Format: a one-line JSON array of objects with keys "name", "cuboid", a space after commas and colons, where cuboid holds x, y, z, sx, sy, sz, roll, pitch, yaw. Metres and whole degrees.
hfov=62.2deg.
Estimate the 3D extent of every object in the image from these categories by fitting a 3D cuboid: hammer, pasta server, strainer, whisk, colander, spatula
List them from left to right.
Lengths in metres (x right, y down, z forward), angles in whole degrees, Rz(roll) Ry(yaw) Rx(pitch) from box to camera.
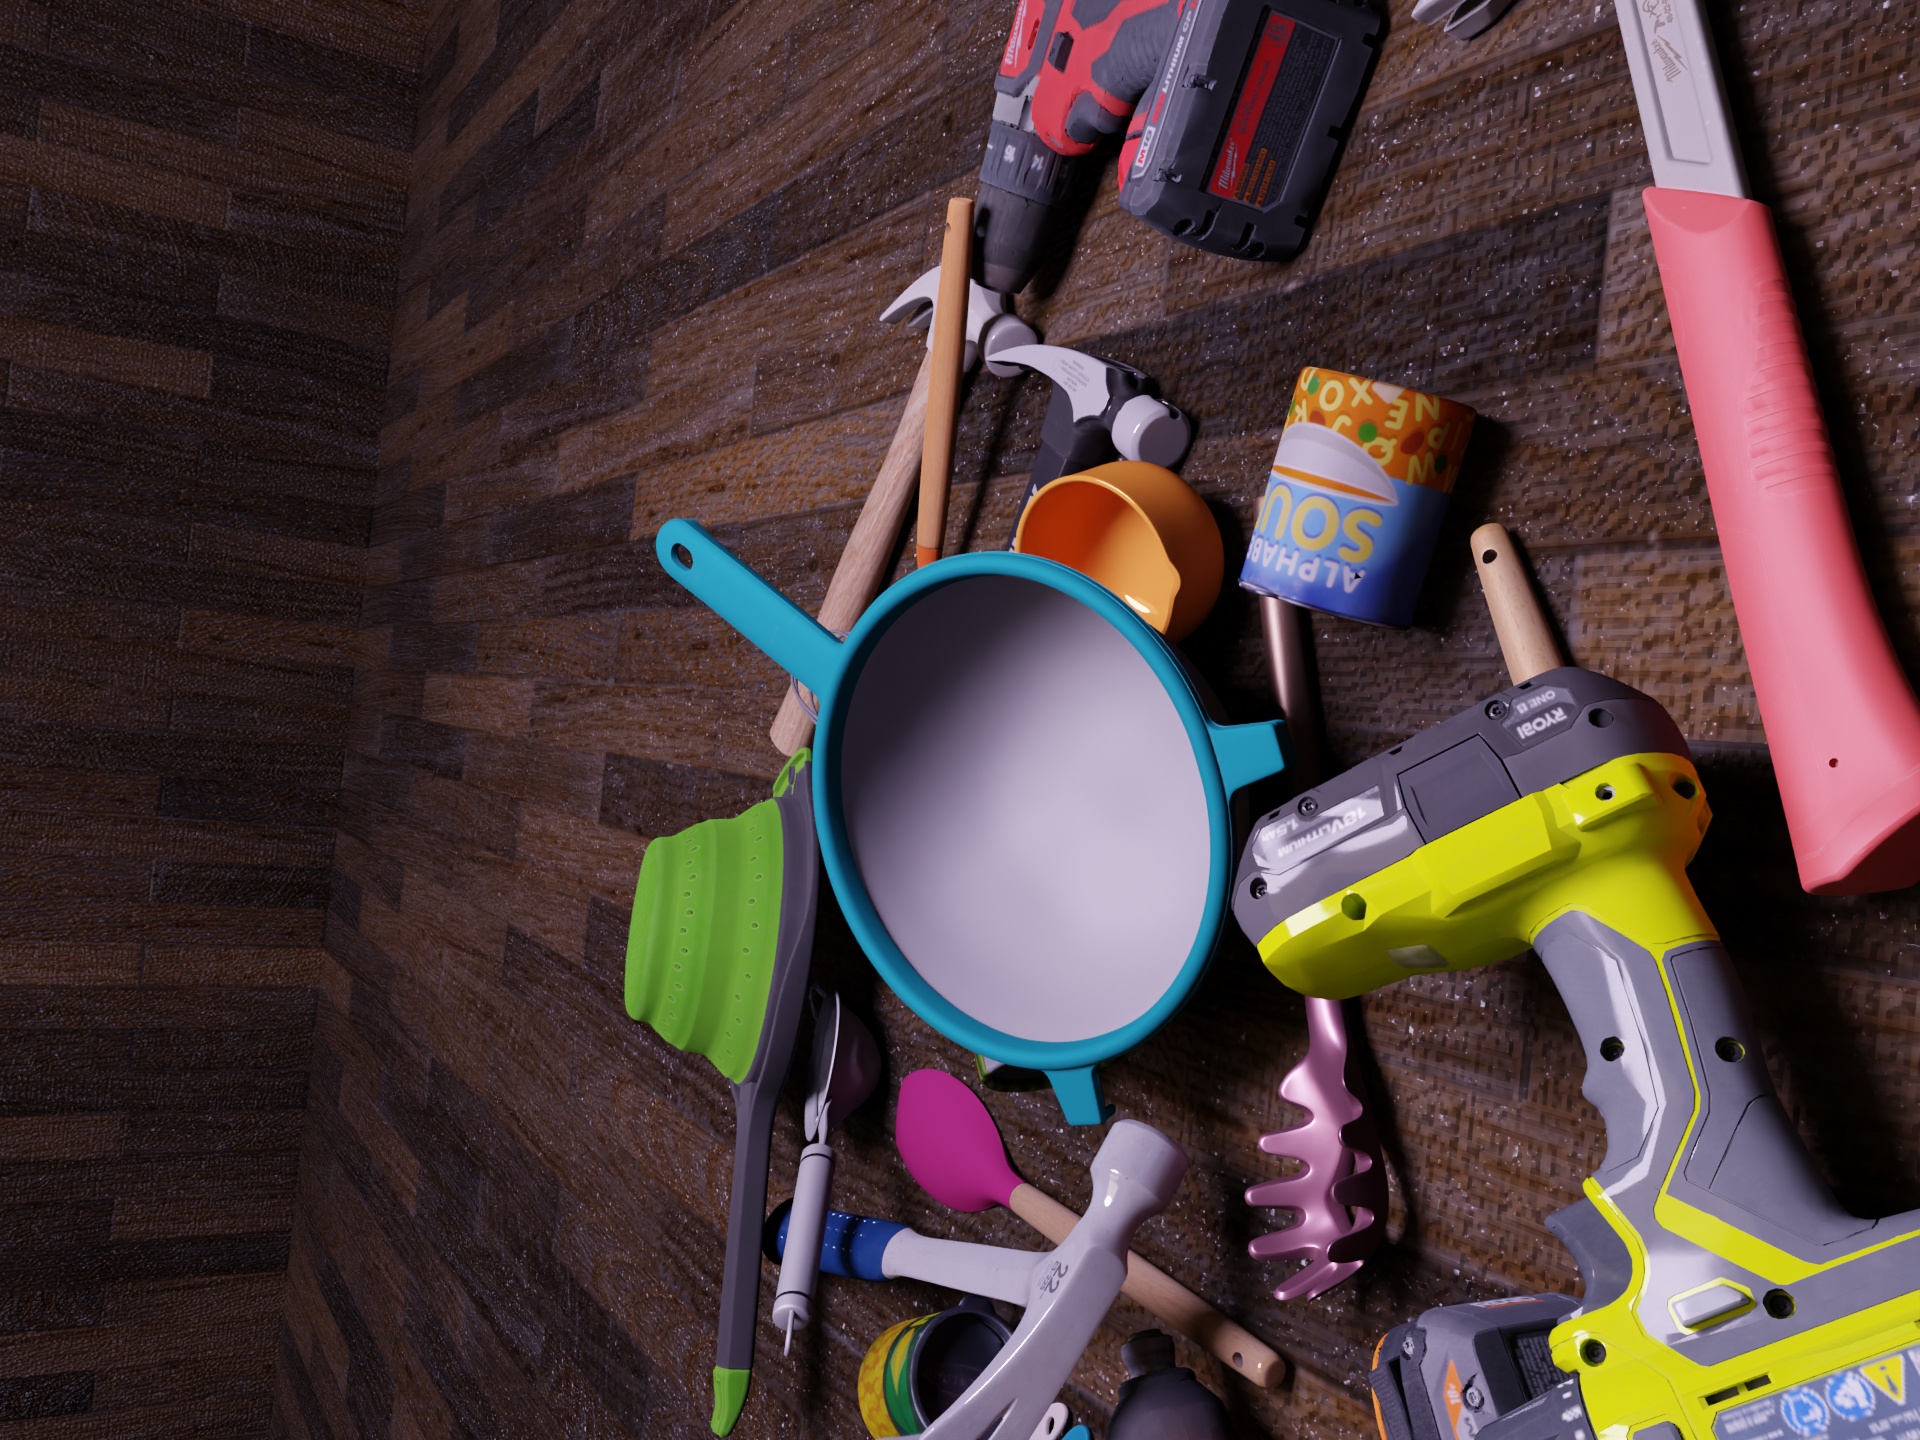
[{"name": "colander", "cuboid": [-0.156, 0.208, 0.947, 0.204, 0.094, 0.397, 135, 141, -65]}, {"name": "strainer", "cuboid": [-0.074, 0.233, 0.855, 0.259, 0.050, 0.086, -84, 10, -60]}, {"name": "hammer", "cuboid": [-0.051, -0.117, 0.961, 0.331, 0.031, 0.130, -65, 36, 29]}, {"name": "hammer", "cuboid": [-0.030, 0.264, 0.771, 0.144, 0.035, 0.405, -55, 10, -24]}, {"name": "whisk", "cuboid": [-0.027, 0.026, 0.815, 0.239, 0.055, 0.055, 53, 129, 43]}, {"name": "spatula", "cuboid": [-0.022, -0.118, 0.869, 0.081, 0.041, 0.322, -133, 43, -52]}, {"name": "strainer", "cuboid": [-0.001, -0.002, 0.701, 0.341, 0.095, 0.211, 38, 121, 30]}, {"name": "hammer", "cuboid": [0.012, -0.036, 0.837, 0.146, 0.035, 0.334, 52, 128, 49]}, {"name": "pasta server", "cuboid": [0.130, 0.057, 0.619, 0.060, 0.040, 0.316, 140, 131, -63]}, {"name": "hammer", "cuboid": [0.228, -0.124, 0.490, 0.149, 0.036, 0.359, -29, 59, 54]}]

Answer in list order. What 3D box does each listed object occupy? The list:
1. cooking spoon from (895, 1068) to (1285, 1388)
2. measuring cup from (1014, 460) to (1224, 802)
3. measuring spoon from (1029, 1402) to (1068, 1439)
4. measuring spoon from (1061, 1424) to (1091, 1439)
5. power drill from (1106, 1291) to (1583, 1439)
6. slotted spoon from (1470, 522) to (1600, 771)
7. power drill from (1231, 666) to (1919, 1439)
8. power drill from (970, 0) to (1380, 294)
[{"name": "cooking spoon", "cuboid": [0.042, 0.234, 0.749, 0.319, 0.017, 0.069, 12, 97, 59]}, {"name": "measuring cup", "cuboid": [0.081, -0.032, 0.715, 0.095, 0.052, 0.173, 8, 117, 44]}, {"name": "measuring spoon", "cuboid": [0.022, 0.364, 0.765, 0.124, 0.018, 0.034, -54, 22, 30]}, {"name": "measuring spoon", "cuboid": [0.038, 0.380, 0.737, 0.042, 0.021, 0.128, 42, 111, 56]}, {"name": "power drill", "cuboid": [0.128, 0.268, 0.534, 0.226, 0.084, 0.164, -49, 45, 44]}, {"name": "slotted spoon", "cuboid": [0.211, 0.068, 0.491, 0.070, 0.031, 0.314, -30, 55, 33]}, {"name": "power drill", "cuboid": [0.163, 0.119, 0.432, 0.190, 0.080, 0.229, -29, 57, 17]}, {"name": "power drill", "cuboid": [0.075, -0.275, 0.740, 0.227, 0.080, 0.187, 50, 126, 54]}]
